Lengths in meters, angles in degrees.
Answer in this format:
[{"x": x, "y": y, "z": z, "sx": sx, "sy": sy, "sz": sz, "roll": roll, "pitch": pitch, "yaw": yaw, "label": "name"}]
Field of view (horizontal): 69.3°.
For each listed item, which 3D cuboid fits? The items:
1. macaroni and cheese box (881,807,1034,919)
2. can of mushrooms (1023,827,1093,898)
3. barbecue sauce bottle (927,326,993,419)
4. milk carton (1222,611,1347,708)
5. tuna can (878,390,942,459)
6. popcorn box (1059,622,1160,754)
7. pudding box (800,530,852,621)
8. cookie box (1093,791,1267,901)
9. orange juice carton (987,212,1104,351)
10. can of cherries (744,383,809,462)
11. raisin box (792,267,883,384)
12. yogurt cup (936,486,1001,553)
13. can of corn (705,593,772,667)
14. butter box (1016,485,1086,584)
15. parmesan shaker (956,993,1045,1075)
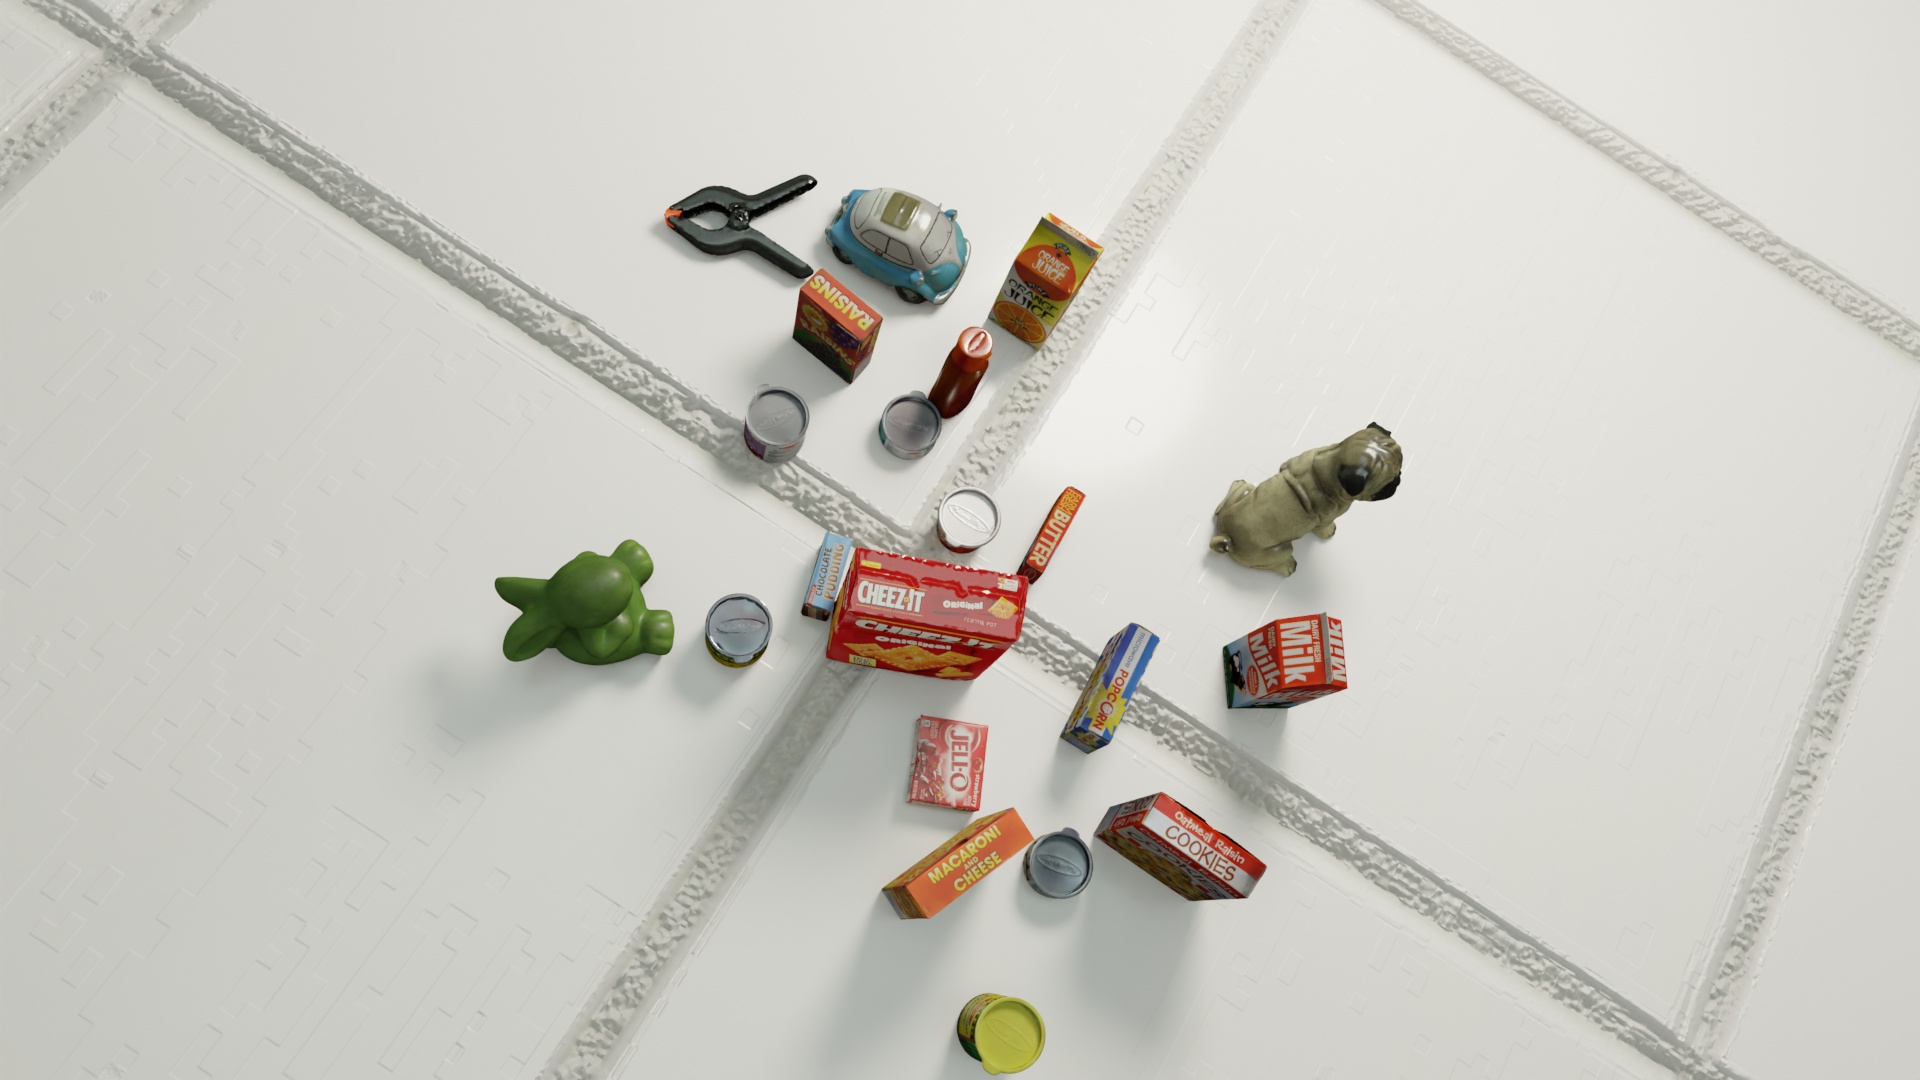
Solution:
[{"x": -0.006, "y": 0.309, "z": 1.321, "sx": 0.124, "sy": 0.166, "sz": 0.040, "roll": -33, "pitch": 83, "yaw": -18, "label": "macaroni and cheese box"}, {"x": 0.099, "y": 0.327, "z": 1.406, "sx": 0.071, "sy": 0.033, "sz": 0.071, "roll": 3, "pitch": 74, "yaw": -10, "label": "can of mushrooms"}, {"x": 0.003, "y": -0.181, "z": 1.476, "sx": 0.043, "sy": 0.148, "sz": 0.065, "roll": 39, "pitch": 71, "yaw": 2, "label": "barbecue sauce bottle"}, {"x": 0.339, "y": 0.126, "z": 1.429, "sx": 0.073, "sy": 0.190, "sz": 0.072, "roll": 1, "pitch": 74, "yaw": -11, "label": "milk carton"}, {"x": -0.055, "y": -0.125, "z": 1.509, "sx": 0.071, "sy": 0.032, "sz": 0.071, "roll": 3, "pitch": 74, "yaw": -10, "label": "tuna can"}, {"x": 0.155, "y": 0.153, "z": 1.441, "sx": 0.038, "sy": 0.085, "sz": 0.127, "roll": 30, "pitch": 71, "yaw": -2, "label": "popcorn box"}, {"x": -0.138, "y": 0.037, "z": 1.437, "sx": 0.030, "sy": 0.049, "sz": 0.084, "roll": 17, "pitch": 72, "yaw": -6, "label": "pudding box"}, {"x": 0.212, "y": 0.303, "z": 1.365, "sx": 0.123, "sy": 0.167, "sz": 0.040, "roll": 35, "pitch": 71, "yaw": 0, "label": "cookie box"}, {"x": 0.095, "y": -0.286, "z": 1.501, "sx": 0.072, "sy": 0.192, "sz": 0.073, "roll": 34, "pitch": 71, "yaw": 0, "label": "orange juice carton"}, {"x": -0.196, "y": -0.124, "z": 1.468, "sx": 0.071, "sy": 0.058, "sz": 0.071, "roll": 3, "pitch": 74, "yaw": -10, "label": "can of cherries"}, {"x": -0.133, "y": -0.226, "z": 1.476, "sx": 0.086, "sy": 0.123, "sz": 0.040, "roll": 40, "pitch": 71, "yaw": 2, "label": "raisin box"}, {"x": 0.005, "y": -0.019, "z": 1.478, "sx": 0.072, "sy": 0.053, "sz": 0.072, "roll": 3, "pitch": 74, "yaw": -10, "label": "yogurt cup"}, {"x": -0.224, "y": 0.094, "z": 1.399, "sx": 0.071, "sy": 0.058, "sz": 0.071, "roll": 3, "pitch": 74, "yaw": -10, "label": "can of corn"}, {"x": 0.097, "y": -0.006, "z": 1.493, "sx": 0.024, "sy": 0.053, "sz": 0.104, "roll": 30, "pitch": 71, "yaw": -1, "label": "butter box"}, {"x": 0.035, "y": 0.467, "z": 1.316, "sx": 0.071, "sy": 0.102, "sz": 0.071, "roll": 3, "pitch": 74, "yaw": -10, "label": "parmesan shaker"}]
